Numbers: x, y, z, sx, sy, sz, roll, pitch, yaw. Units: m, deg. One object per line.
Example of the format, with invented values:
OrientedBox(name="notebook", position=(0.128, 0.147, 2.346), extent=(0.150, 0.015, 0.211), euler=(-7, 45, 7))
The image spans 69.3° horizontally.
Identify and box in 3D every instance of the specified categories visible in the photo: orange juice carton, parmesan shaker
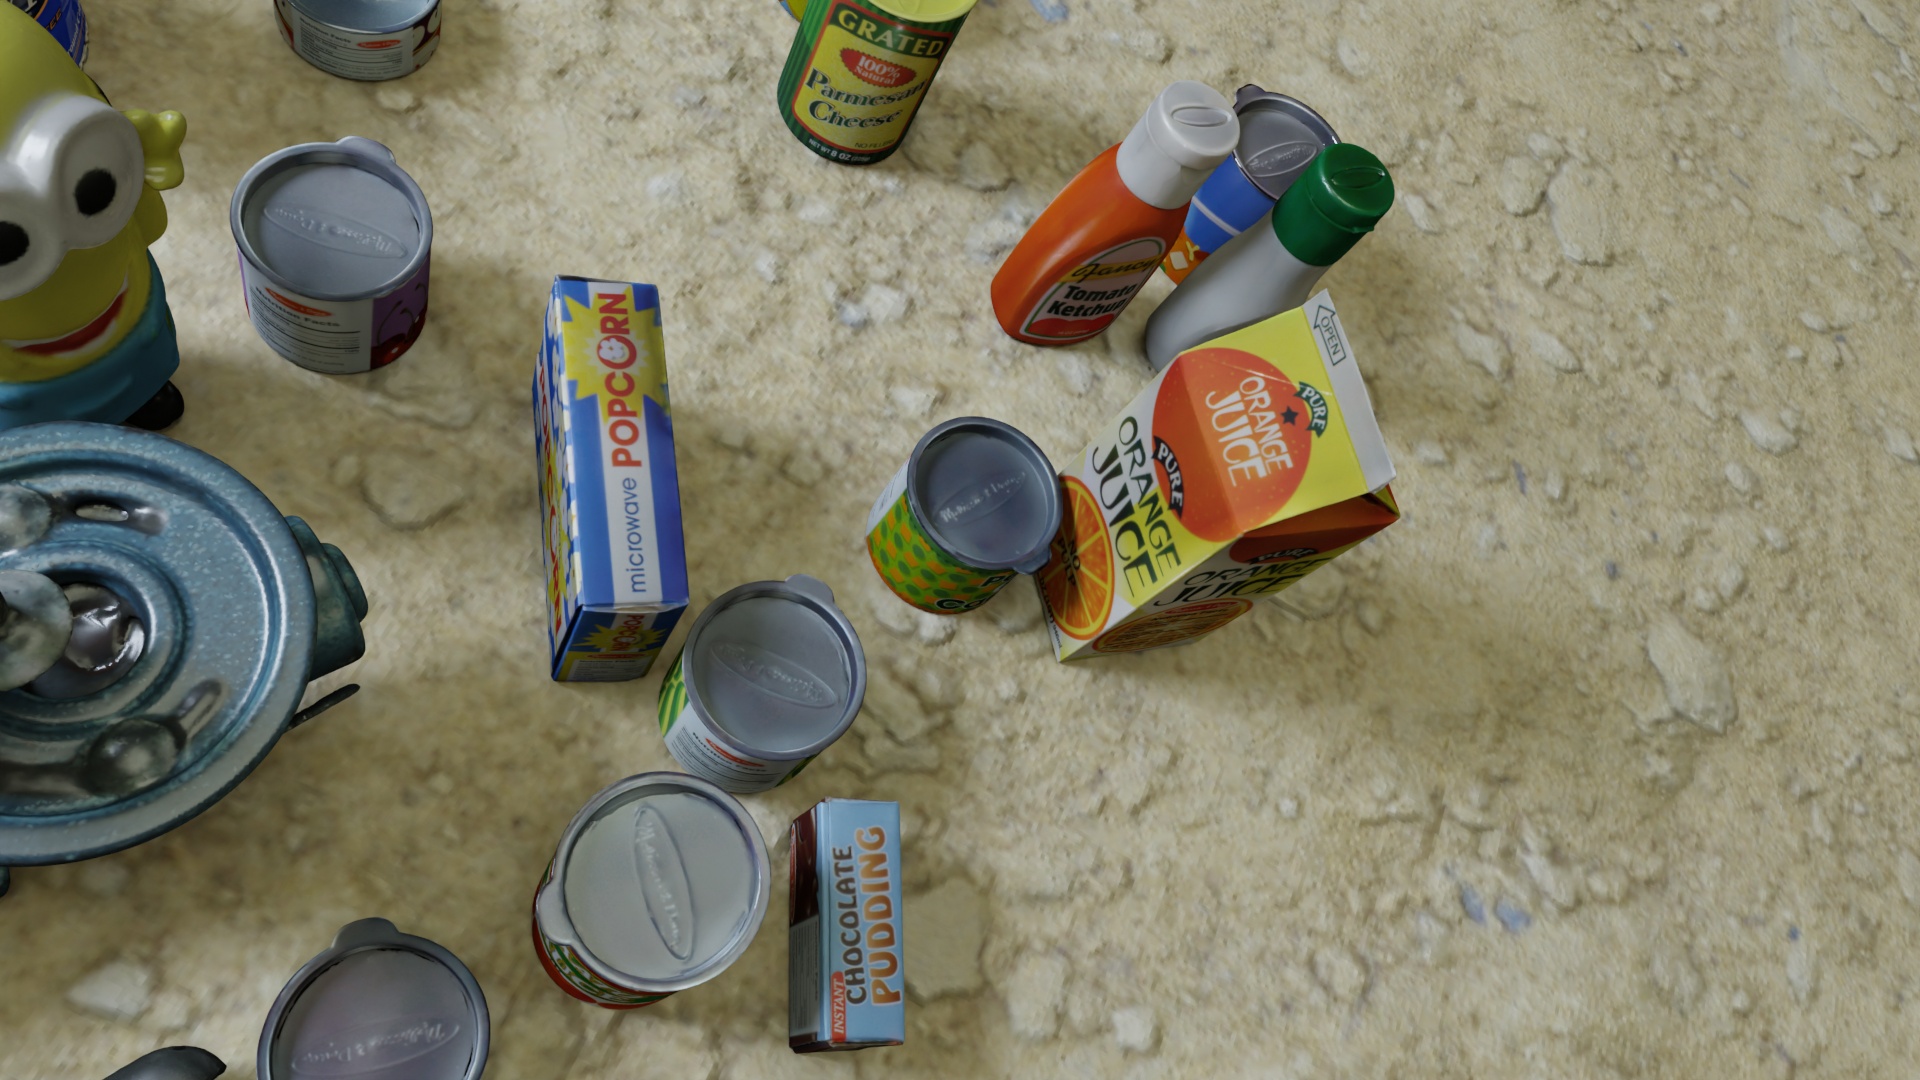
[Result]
OrientedBox(name="orange juice carton", position=(0.098, -0.017, 0.535), extent=(0.073, 0.192, 0.072), euler=(-6, 71, -24))
OrientedBox(name="parmesan shaker", position=(-0.036, -0.224, 0.623), extent=(0.071, 0.102, 0.071), euler=(8, 65, -19))

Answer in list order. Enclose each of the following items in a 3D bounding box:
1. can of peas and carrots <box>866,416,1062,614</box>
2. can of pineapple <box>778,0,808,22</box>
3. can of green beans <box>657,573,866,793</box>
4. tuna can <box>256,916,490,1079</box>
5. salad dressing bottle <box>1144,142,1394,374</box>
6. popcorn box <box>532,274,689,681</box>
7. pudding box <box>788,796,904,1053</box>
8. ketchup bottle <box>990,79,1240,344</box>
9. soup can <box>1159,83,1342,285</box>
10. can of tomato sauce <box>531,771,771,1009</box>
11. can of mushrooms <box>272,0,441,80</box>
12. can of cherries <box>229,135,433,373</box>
OrientedBox(name="can of peas and carrots", position=(0.002, -0.007, 0.570), extent=(0.071, 0.058, 0.071), euler=(8, 65, -19))
OrientedBox(name="can of pineapple", position=(-0.053, -0.286, 0.670), extent=(0.071, 0.057, 0.071), euler=(8, 65, -19))
OrientedBox(name="can of green beans", position=(-0.074, 0.055, 0.512), extent=(0.071, 0.057, 0.071), euler=(8, 65, -19))
OrientedBox(name="tuna can", position=(-0.184, 0.157, 0.438), extent=(0.071, 0.032, 0.071), euler=(8, 65, -19))
OrientedBox(name="salad dressing bottle", position=(0.135, -0.119, 0.621), extent=(0.064, 0.147, 0.044), euler=(-13, 74, -26))
OrientedBox(name="popcorn box", position=(-0.130, -0.020, 0.507), extent=(0.038, 0.085, 0.127), euler=(-1, 69, -22))
OrientedBox(name="pudding box", position=(-0.041, 0.137, 0.495), extent=(0.030, 0.049, 0.084), euler=(6, 66, -20))
OrientedBox(name="ketchup bottle", position=(0.067, -0.138, 0.601), extent=(0.065, 0.148, 0.043), euler=(-8, 71, -25))
OrientedBox(name="soup can", position=(0.138, -0.169, 0.680), extent=(0.071, 0.083, 0.071), euler=(8, 65, -19))
OrientedBox(name="can of tomato sauce", position=(-0.106, 0.119, 0.457), extent=(0.071, 0.082, 0.071), euler=(8, 65, -19))
OrientedBox(name="can of mushrooms", position=(-0.251, -0.230, 0.579), extent=(0.071, 0.033, 0.071), euler=(8, 65, -19))
OrientedBox(name="can of cherries", position=(-0.231, -0.106, 0.519), extent=(0.071, 0.058, 0.072), euler=(8, 65, -19))
